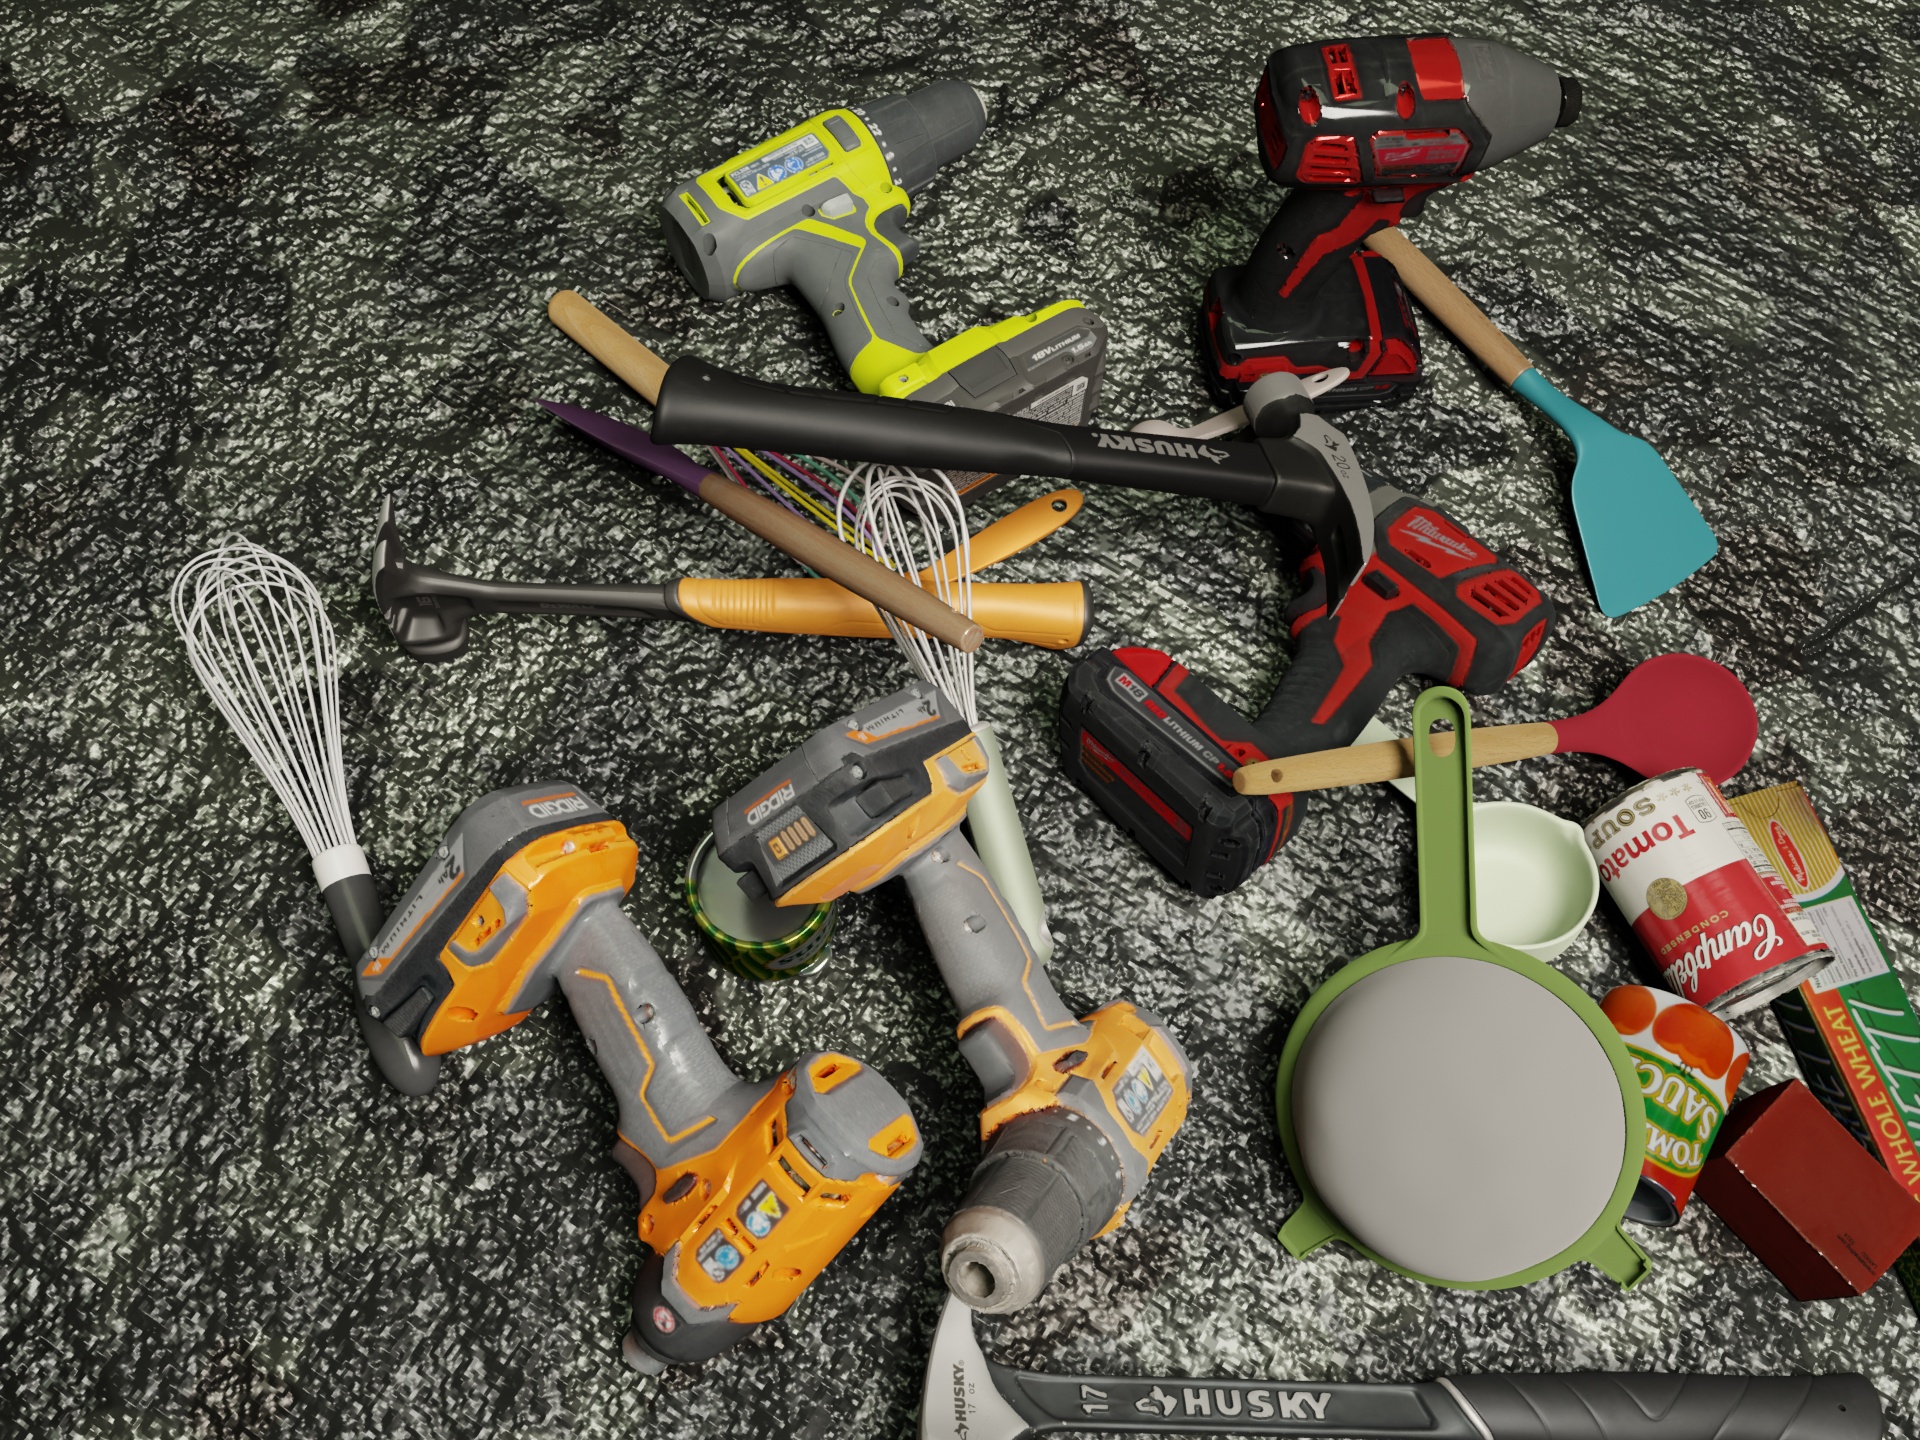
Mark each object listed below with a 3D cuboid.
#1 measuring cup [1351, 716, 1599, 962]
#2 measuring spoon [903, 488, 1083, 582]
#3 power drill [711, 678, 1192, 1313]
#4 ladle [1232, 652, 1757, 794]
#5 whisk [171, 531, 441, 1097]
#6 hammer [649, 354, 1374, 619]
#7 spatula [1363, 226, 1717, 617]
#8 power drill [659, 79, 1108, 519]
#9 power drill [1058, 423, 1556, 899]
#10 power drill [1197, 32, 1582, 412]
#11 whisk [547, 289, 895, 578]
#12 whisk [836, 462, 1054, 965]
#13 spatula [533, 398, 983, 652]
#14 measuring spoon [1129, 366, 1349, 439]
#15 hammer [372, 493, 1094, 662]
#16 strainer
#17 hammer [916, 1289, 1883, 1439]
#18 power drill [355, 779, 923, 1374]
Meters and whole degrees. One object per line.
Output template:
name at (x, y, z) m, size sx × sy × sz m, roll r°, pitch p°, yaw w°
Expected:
measuring cup at (0.231, 0.051, 0.769) m, size 0.083 × 0.038 × 0.168 m, roll -32°, pitch 56°, yaw -12°
measuring spoon at (0.015, -0.092, 0.821) m, size 0.117 × 0.011 × 0.021 m, roll -30°, pitch 73°, yaw -14°
power drill at (-0.003, 0.108, 0.634) m, size 0.084 × 0.185 × 0.226 m, roll -35°, pitch 88°, yaw 27°
ladle at (0.253, 0.012, 0.733) m, size 0.315 × 0.031 × 0.069 m, roll -6°, pitch 80°, yaw -28°
whisk at (-0.294, 0.039, 0.729) m, size 0.070 × 0.070 × 0.285 m, roll -23°, pitch 75°, yaw -12°
hammer at (0.031, -0.117, 0.702) m, size 0.334 × 0.035 × 0.146 m, roll 3°, pitch 47°, yaw -20°
spatula at (0.287, -0.198, 0.876) m, size 0.082 × 0.044 × 0.318 m, roll -30°, pitch 68°, yaw -14°
power drill at (-0.024, -0.236, 0.844) m, size 0.190 × 0.080 × 0.229 m, roll -31°, pitch 70°, yaw -14°
power drill at (0.150, -0.044, 0.773) m, size 0.227 × 0.080 × 0.188 m, roll -37°, pitch 64°, yaw -19°
power drill at (0.200, -0.242, 0.780) m, size 0.143 × 0.219 × 0.079 m, roll -6°, pitch 69°, yaw -5°
whisk at (-0.126, -0.149, 0.825) m, size 0.245 × 0.051 × 0.047 m, roll 40°, pitch 36°, yaw 16°
whisk at (-0.001, -0.002, 0.725) m, size 0.059 × 0.058 × 0.246 m, roll -15°, pitch 96°, yaw 15°
spatula at (-0.099, -0.099, 0.735) m, size 0.316 × 0.059 × 0.018 m, roll 32°, pitch 108°, yaw 39°
measuring spoon at (0.140, -0.162, 0.825) m, size 0.124 × 0.018 × 0.034 m, roll -20°, pitch 33°, yaw 14°
hammer at (-0.100, -0.059, 0.754) m, size 0.337 × 0.127 × 0.034 m, roll 1°, pitch 72°, yaw -9°
strainer at (0.198, 0.115, 0.650) m, size 0.151 × 0.069 × 0.256 m, roll -2°, pitch 92°, yaw 22°
hammer at (0.185, 0.279, 0.653) m, size 0.409 × 0.036 × 0.149 m, roll 4°, pitch 42°, yaw -7°
power drill at (-0.143, 0.153, 0.660) m, size 0.226 × 0.084 × 0.164 m, roll 43°, pitch 108°, yaw 14°
